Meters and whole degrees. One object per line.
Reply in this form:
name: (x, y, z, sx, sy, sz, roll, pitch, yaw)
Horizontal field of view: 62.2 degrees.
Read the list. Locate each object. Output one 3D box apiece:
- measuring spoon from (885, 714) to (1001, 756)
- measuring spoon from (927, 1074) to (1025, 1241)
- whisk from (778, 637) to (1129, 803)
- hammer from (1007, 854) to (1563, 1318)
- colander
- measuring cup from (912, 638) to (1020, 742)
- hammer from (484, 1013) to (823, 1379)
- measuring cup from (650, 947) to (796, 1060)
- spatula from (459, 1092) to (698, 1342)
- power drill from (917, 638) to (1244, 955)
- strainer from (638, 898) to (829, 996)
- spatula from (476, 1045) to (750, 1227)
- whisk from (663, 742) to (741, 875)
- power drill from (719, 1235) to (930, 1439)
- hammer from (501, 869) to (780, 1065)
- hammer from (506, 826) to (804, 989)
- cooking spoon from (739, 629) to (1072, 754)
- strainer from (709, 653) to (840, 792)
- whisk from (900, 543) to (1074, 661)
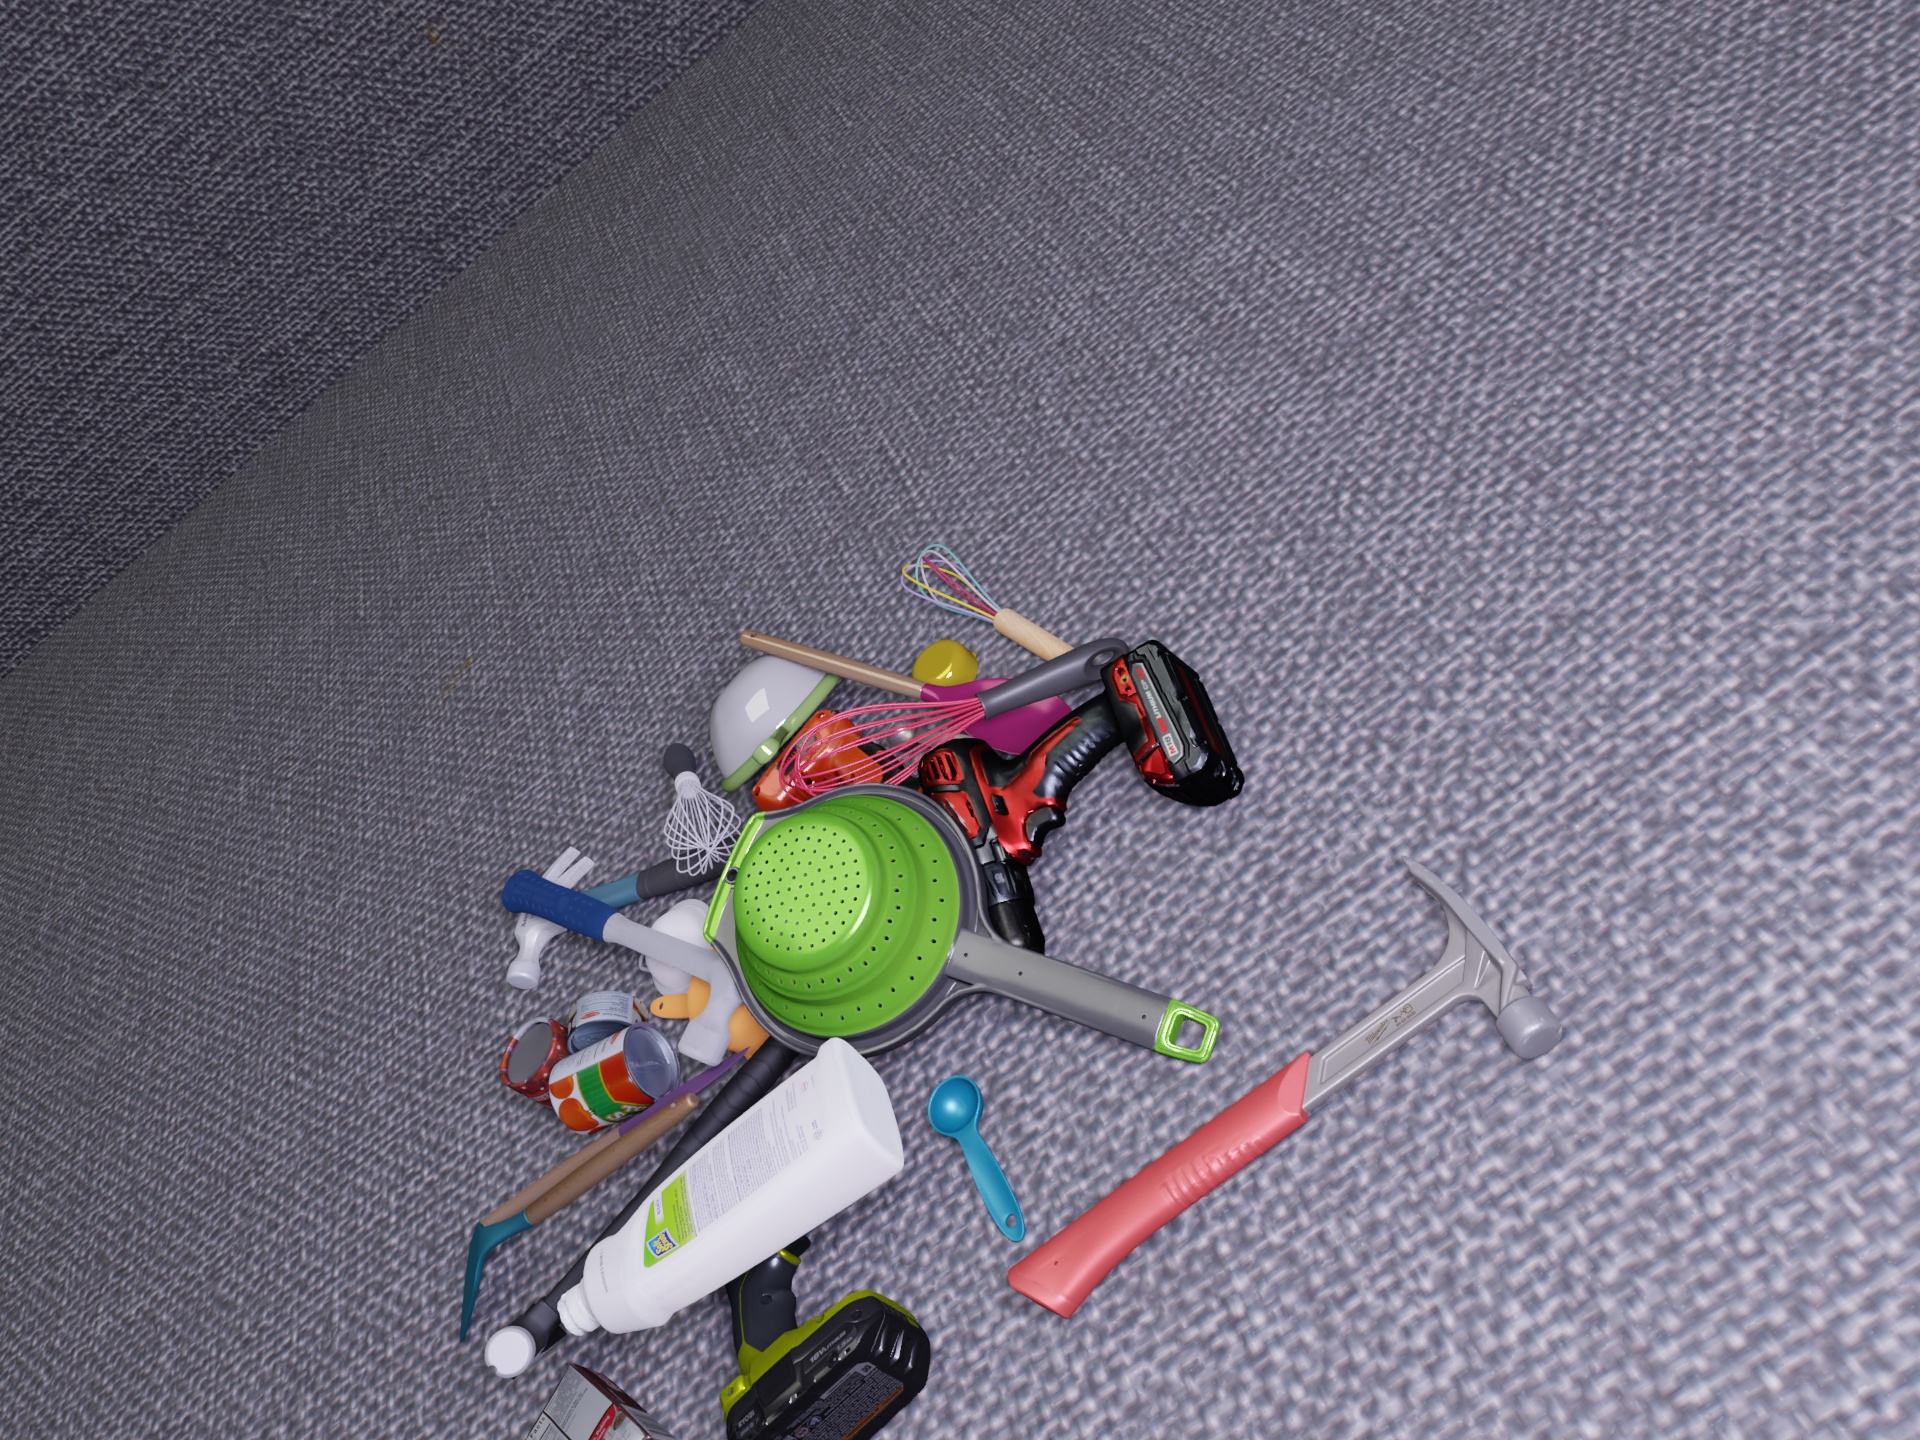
measuring spoon: (-0.012, 0.021, 1.331, 0.124, 0.018, 0.034, 13, 64, 39)
measuring spoon: (0.017, 0.296, 1.068, 0.042, 0.021, 0.129, -39, 49, 9)
whisk: (-0.002, -0.004, 1.240, 0.296, 0.073, 0.073, -22, 39, -10)
hammer: (0.175, 0.236, 0.961, 0.359, 0.036, 0.149, -38, 40, 8)
colander: (-0.021, 0.147, 1.075, 0.397, 0.094, 0.204, 15, 76, 26)
measuring cup: (0.006, -0.023, 1.335, 0.062, 0.029, 0.157, -45, 37, 0)
hammer: (-0.216, 0.338, 1.179, 0.335, 0.035, 0.146, -48, -6, -18)
measuring cup: (-0.208, 0.223, 1.283, 0.173, 0.052, 0.095, -10, 62, 37)
spatula: (-0.303, 0.369, 1.220, 0.317, 0.044, 0.082, -38, 37, 22)
power drill: (0.084, 0.065, 1.142, 0.226, 0.080, 0.188, -29, 61, 19)
strainer: (-0.186, 0.178, 1.325, 0.258, 0.050, 0.087, -14, 64, 28)
spatula: (-0.281, 0.337, 1.251, 0.316, 0.018, 0.060, -36, 0, 25)
whisk: (-0.239, 0.067, 1.417, 0.070, 0.070, 0.285, -45, 22, 1)
power drill: (-0.112, 0.372, 1.066, 0.171, 0.080, 0.223, -43, 36, 3)
hammer: (-0.283, 0.171, 1.335, 0.406, 0.035, 0.144, 8, 69, 51)
hammer: (-0.276, 0.147, 1.436, 0.331, 0.033, 0.128, -20, 47, 28)
cooking spoon: (-0.052, -0.031, 1.324, 0.319, 0.017, 0.069, 17, 60, 24)
strainer: (-0.175, -0.006, 1.354, 0.151, 0.069, 0.256, -46, 6, 3)
whisk: (0.028, -0.096, 1.376, 0.245, 0.047, 0.051, 35, 95, 46)
